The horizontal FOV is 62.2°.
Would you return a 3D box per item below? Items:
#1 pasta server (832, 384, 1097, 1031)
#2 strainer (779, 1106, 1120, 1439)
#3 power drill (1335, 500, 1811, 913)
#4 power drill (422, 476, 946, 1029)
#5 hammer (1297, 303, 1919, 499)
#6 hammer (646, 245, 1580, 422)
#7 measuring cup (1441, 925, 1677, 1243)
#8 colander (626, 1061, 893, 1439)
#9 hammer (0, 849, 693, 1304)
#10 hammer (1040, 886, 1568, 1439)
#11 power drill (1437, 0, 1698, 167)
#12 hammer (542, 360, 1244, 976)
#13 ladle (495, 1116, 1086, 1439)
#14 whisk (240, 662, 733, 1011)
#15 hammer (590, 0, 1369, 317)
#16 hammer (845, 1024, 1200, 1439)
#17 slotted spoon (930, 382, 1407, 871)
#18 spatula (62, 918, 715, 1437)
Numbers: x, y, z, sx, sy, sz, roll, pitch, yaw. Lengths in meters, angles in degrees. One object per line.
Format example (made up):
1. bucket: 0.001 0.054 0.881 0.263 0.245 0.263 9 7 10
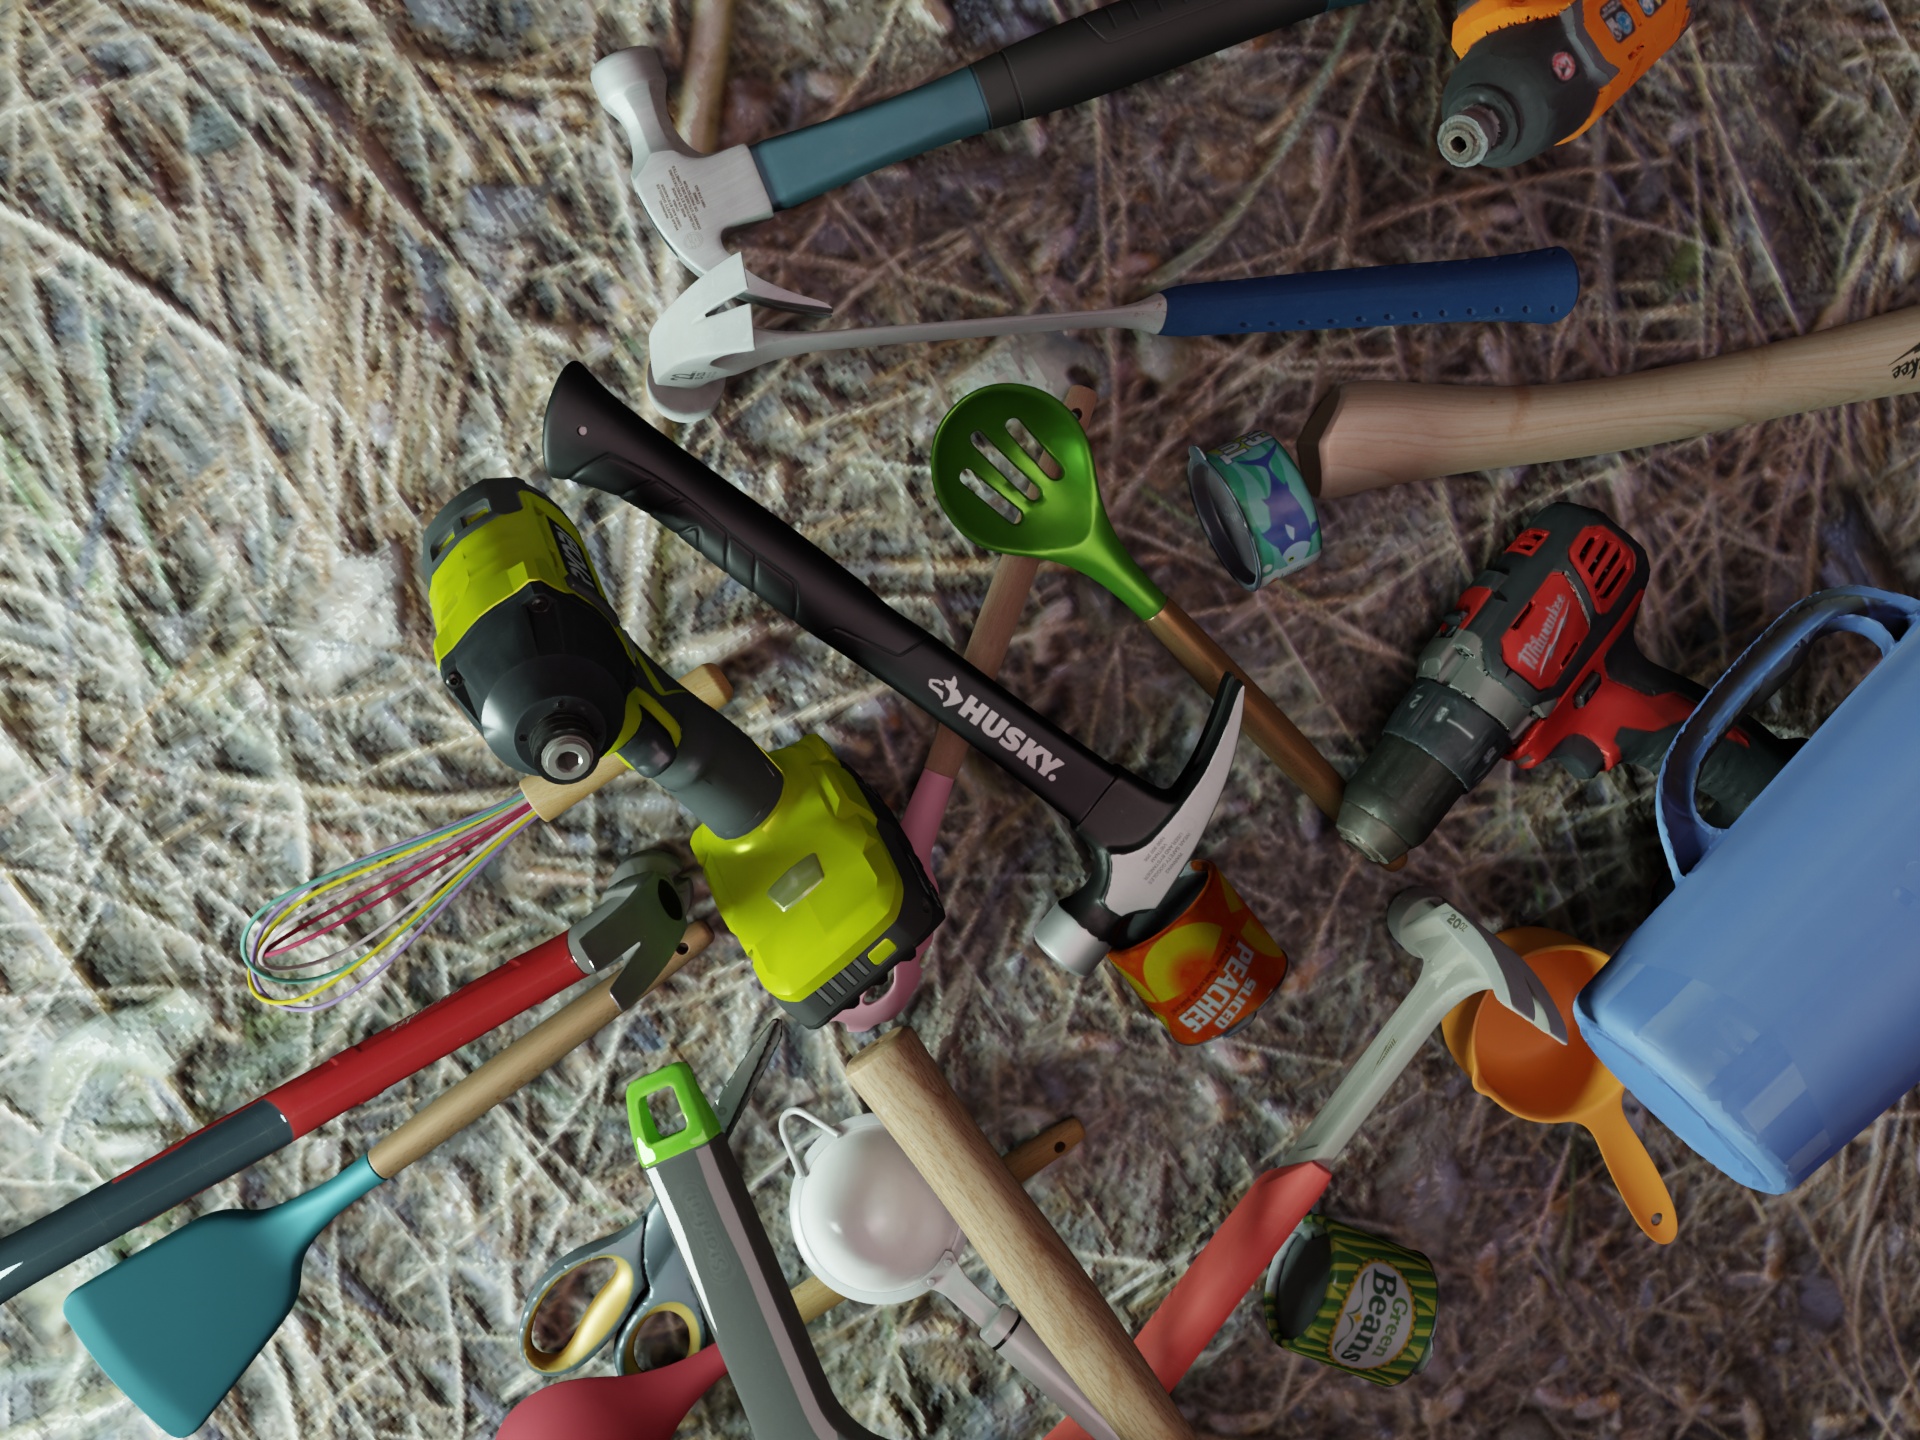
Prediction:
1. pasta server: -0.001 -0.002 0.727 0.060 0.040 0.316 20 91 -10
2. strainer: 0.013 0.268 0.719 0.258 0.050 0.087 40 92 5
3. power drill: 0.301 0.034 0.740 0.226 0.080 0.188 38 87 -8
4. power drill: -0.108 0.019 0.614 0.080 0.171 0.223 -41 127 4
5. hammer: 0.362 -0.146 0.745 0.410 0.038 0.146 -11 101 -5
6. hammer: 0.075 -0.171 0.669 0.405 0.144 0.035 -8 92 -13
7. measuring cup: 0.299 0.178 0.778 0.095 0.052 0.173 -32 103 -2
8. colander: -0.047 0.334 0.708 0.204 0.094 0.397 -25 85 9
9. hammer: -0.291 0.172 0.667 0.386 0.143 0.038 -29 98 2
10. hammer: 0.137 0.242 0.733 0.036 0.149 0.359 33 99 -8
11. power drill: 0.197 -0.338 0.647 0.164 0.084 0.226 -45 103 -29
12. hammer: -0.032 -0.040 0.674 0.334 0.035 0.146 36 98 -9
13. ladle: -0.075 0.276 0.747 0.315 0.031 0.069 -31 105 -8
14. whisk: -0.209 0.045 0.700 0.245 0.047 0.051 -34 113 -6
15. hammer: 0.020 -0.274 0.683 0.331 0.033 0.128 -22 100 -4
16. hammer: 0.062 0.272 0.685 0.130 0.031 0.331 -36 91 0
17. slotted spoon: 0.103 -0.032 0.720 0.070 0.031 0.313 -46 108 2
18. spatula: -0.242 0.190 0.714 0.317 0.044 0.082 -36 98 -2
